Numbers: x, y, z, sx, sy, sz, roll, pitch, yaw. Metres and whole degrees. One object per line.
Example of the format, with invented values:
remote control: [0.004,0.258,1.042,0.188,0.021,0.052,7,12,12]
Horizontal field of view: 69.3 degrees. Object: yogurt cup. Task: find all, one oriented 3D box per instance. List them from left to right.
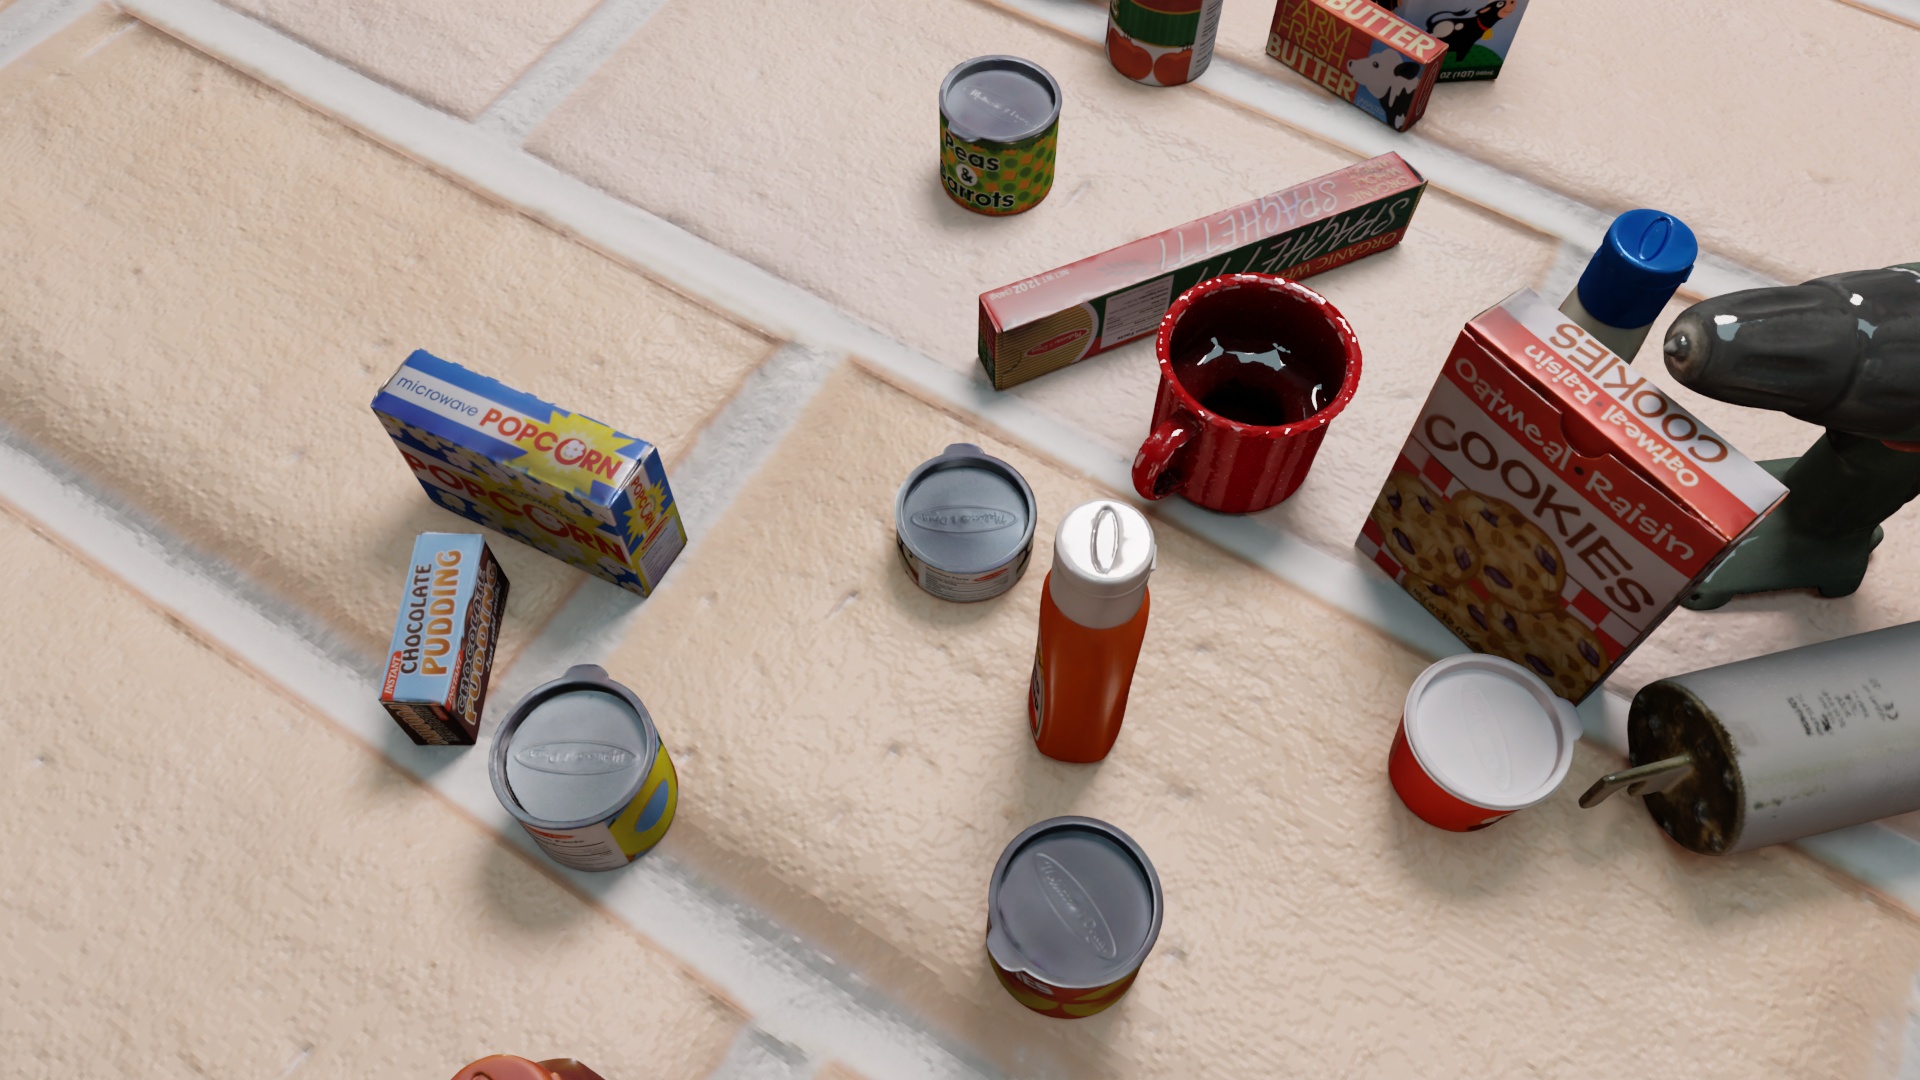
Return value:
yogurt cup: [0.215,0.089,0.587,0.072,0.053,0.073,0,60,0]

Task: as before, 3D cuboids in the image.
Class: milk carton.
milk carton: [0.284,-0.351,0.767,0.072,0.189,0.074,-3,60,-2]

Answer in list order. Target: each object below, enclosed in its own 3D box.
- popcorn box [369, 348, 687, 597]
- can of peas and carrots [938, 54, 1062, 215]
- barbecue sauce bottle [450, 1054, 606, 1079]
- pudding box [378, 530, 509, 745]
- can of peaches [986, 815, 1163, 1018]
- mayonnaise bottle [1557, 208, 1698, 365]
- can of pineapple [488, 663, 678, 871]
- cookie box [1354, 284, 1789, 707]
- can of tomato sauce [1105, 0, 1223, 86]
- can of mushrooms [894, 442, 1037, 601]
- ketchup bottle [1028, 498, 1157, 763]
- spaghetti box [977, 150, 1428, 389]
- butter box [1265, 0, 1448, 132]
popcorn box: [-0.195,-0.030,0.635,0.127,0.084,0.038,22,62,12]
can of peas and carrots: [0.020,-0.221,0.764,0.071,0.058,0.071,0,60,0]
barbecue sauce bottle: [-0.134,0.202,0.462,0.044,0.147,0.065,-25,63,-14]
pudding box: [-0.226,0.043,0.612,0.030,0.049,0.084,1,60,0]
can of peaches: [0.041,0.150,0.547,0.071,0.057,0.071,0,60,0]
mayonnaise bottle: [0.287,-0.089,0.638,0.041,0.147,0.065,30,64,16]
can of pineapple: [-0.154,0.096,0.577,0.071,0.057,0.071,0,60,0]
cookie box: [0.241,-0.008,0.579,0.040,0.166,0.123,-35,66,-19]
can of tomato sauce: [0.119,-0.319,0.808,0.071,0.082,0.071,0,60,0]
can of mushrooms: [0.002,-0.008,0.654,0.071,0.033,0.071,0,60,0]
ketchup bottle: [0.053,0.036,0.562,0.043,0.148,0.065,6,60,3]
spaghetti box: [0.126,-0.142,0.724,0.251,0.050,0.029,-21,62,-13]
butter box: [0.228,-0.287,0.808,0.103,0.053,0.024,40,67,20]
